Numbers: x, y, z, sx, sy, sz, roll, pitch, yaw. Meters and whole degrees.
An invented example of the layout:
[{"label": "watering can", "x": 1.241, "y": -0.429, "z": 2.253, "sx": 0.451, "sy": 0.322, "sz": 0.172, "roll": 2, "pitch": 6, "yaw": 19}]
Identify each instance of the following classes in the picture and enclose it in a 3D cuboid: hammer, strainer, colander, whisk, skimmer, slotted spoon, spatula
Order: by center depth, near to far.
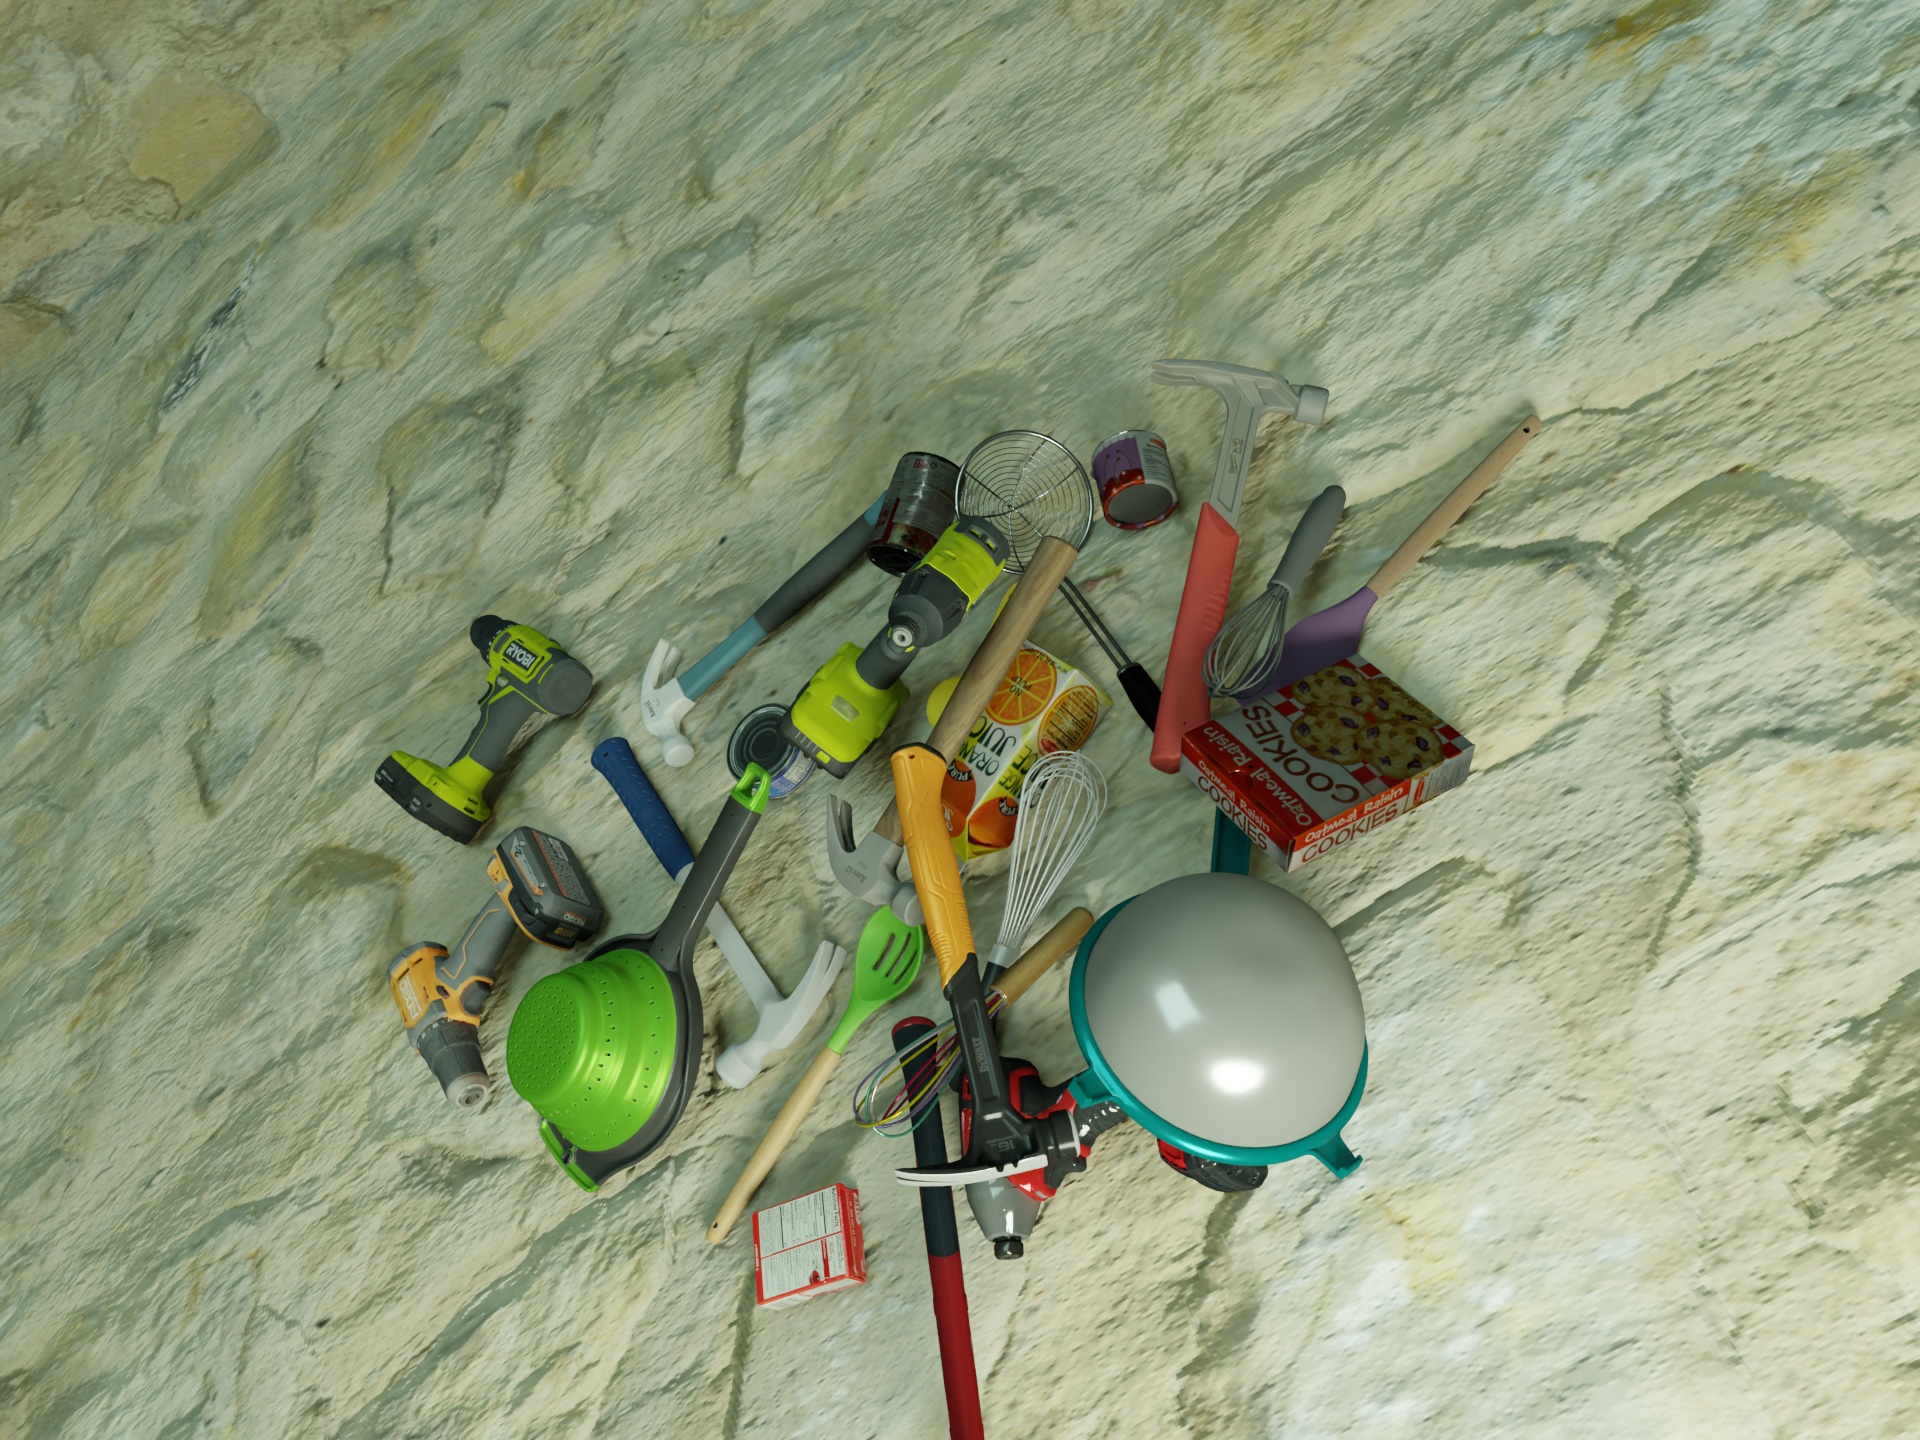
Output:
[{"label": "strainer", "x": 0.194, "y": 0.129, "z": 1.086, "sx": 0.211, "sy": 0.095, "sz": 0.341, "roll": 16, "pitch": 48, "yaw": -3}, {"label": "hammer", "x": -0.012, "y": 0.366, "z": 1.111, "sx": 0.038, "sy": 0.143, "sz": 0.387, "roll": -8, "pitch": 46, "yaw": -3}, {"label": "hammer", "x": -0.013, "y": 0.166, "z": 1.156, "sx": 0.127, "sy": 0.034, "sz": 0.337, "roll": -12, "pitch": 60, "yaw": -3}, {"label": "whisk", "x": 0.016, "y": 0.221, "z": 1.183, "sx": 0.245, "sy": 0.047, "sz": 0.051, "roll": -39, "pitch": 82, "yaw": -26}, {"label": "spatula", "x": 0.335, "y": -0.115, "z": 1.220, "sx": 0.060, "sy": 0.018, "sz": 0.316, "roll": 43, "pitch": 90, "yaw": 5}, {"label": "whisk", "x": 0.247, "y": -0.103, "z": 1.225, "sx": 0.055, "sy": 0.055, "sz": 0.239, "roll": 9, "pitch": 52, "yaw": 36}, {"label": "whisk", "x": 0.046, "y": 0.155, "z": 1.248, "sx": 0.070, "sy": 0.070, "sz": 0.285, "roll": 13, "pitch": 78, "yaw": 37}, {"label": "hammer", "x": 0.192, "y": -0.129, "z": 1.273, "sx": 0.149, "sy": 0.036, "sz": 0.359, "roll": 12, "pitch": 69, "yaw": 9}, {"label": "hammer", "x": -0.002, "y": -0.004, "z": 1.281, "sx": 0.130, "sy": 0.031, "sz": 0.331, "roll": 25, "pitch": 82, "yaw": 39}, {"label": "slotted spoon", "x": -0.119, "y": 0.290, "z": 1.301, "sx": 0.070, "sy": 0.031, "sz": 0.314, "roll": 30, "pitch": 86, "yaw": 40}, {"label": "skimmer", "x": 0.111, "y": -0.100, "z": 1.317, "sx": 0.127, "sy": 0.090, "sz": 0.364, "roll": -20, "pitch": 52, "yaw": -15}, {"label": "colander", "x": -0.285, "y": 0.207, "z": 1.366, "sx": 0.205, "sy": 0.094, "sz": 0.397, "roll": 30, "pitch": 94, "yaw": 44}, {"label": "hammer", "x": -0.241, "y": 0.142, "z": 1.454, "sx": 0.144, "sy": 0.035, "sz": 0.406, "roll": -46, "pitch": 50, "yaw": 5}, {"label": "hammer", "x": -0.183, "y": -0.102, "z": 1.549, "sx": 0.331, "sy": 0.033, "sz": 0.128, "roll": -40, "pitch": 52, "yaw": 9}]

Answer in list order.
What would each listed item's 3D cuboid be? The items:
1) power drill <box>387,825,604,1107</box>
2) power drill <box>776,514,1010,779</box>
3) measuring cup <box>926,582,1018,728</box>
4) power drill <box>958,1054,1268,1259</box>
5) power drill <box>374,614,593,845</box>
[{"label": "power drill", "x": -0.442, "y": 0.236, "z": 1.509, "sx": 0.226, "sy": 0.084, "sz": 0.186, "roll": -47, "pitch": 50, "yaw": 9}, {"label": "power drill", "x": -0.059, "y": -0.057, "z": 1.324, "sx": 0.223, "sy": 0.080, "sz": 0.171, "roll": -49, "pitch": 4, "yaw": 38}, {"label": "measuring cup", "x": 0.016, "y": -0.056, "z": 1.394, "sx": 0.062, "sy": 0.029, "sz": 0.156, "roll": 15, "pitch": 76, "yaw": 38}, {"label": "power drill", "x": 0.097, "y": 0.295, "z": 1.126, "sx": 0.219, "sy": 0.078, "sz": 0.143, "roll": -20, "pitch": 55, "yaw": 27}, {"label": "power drill", "x": -0.510, "y": -0.001, "z": 1.682, "sx": 0.191, "sy": 0.080, "sz": 0.228, "roll": 29, "pitch": 81, "yaw": 40}]
